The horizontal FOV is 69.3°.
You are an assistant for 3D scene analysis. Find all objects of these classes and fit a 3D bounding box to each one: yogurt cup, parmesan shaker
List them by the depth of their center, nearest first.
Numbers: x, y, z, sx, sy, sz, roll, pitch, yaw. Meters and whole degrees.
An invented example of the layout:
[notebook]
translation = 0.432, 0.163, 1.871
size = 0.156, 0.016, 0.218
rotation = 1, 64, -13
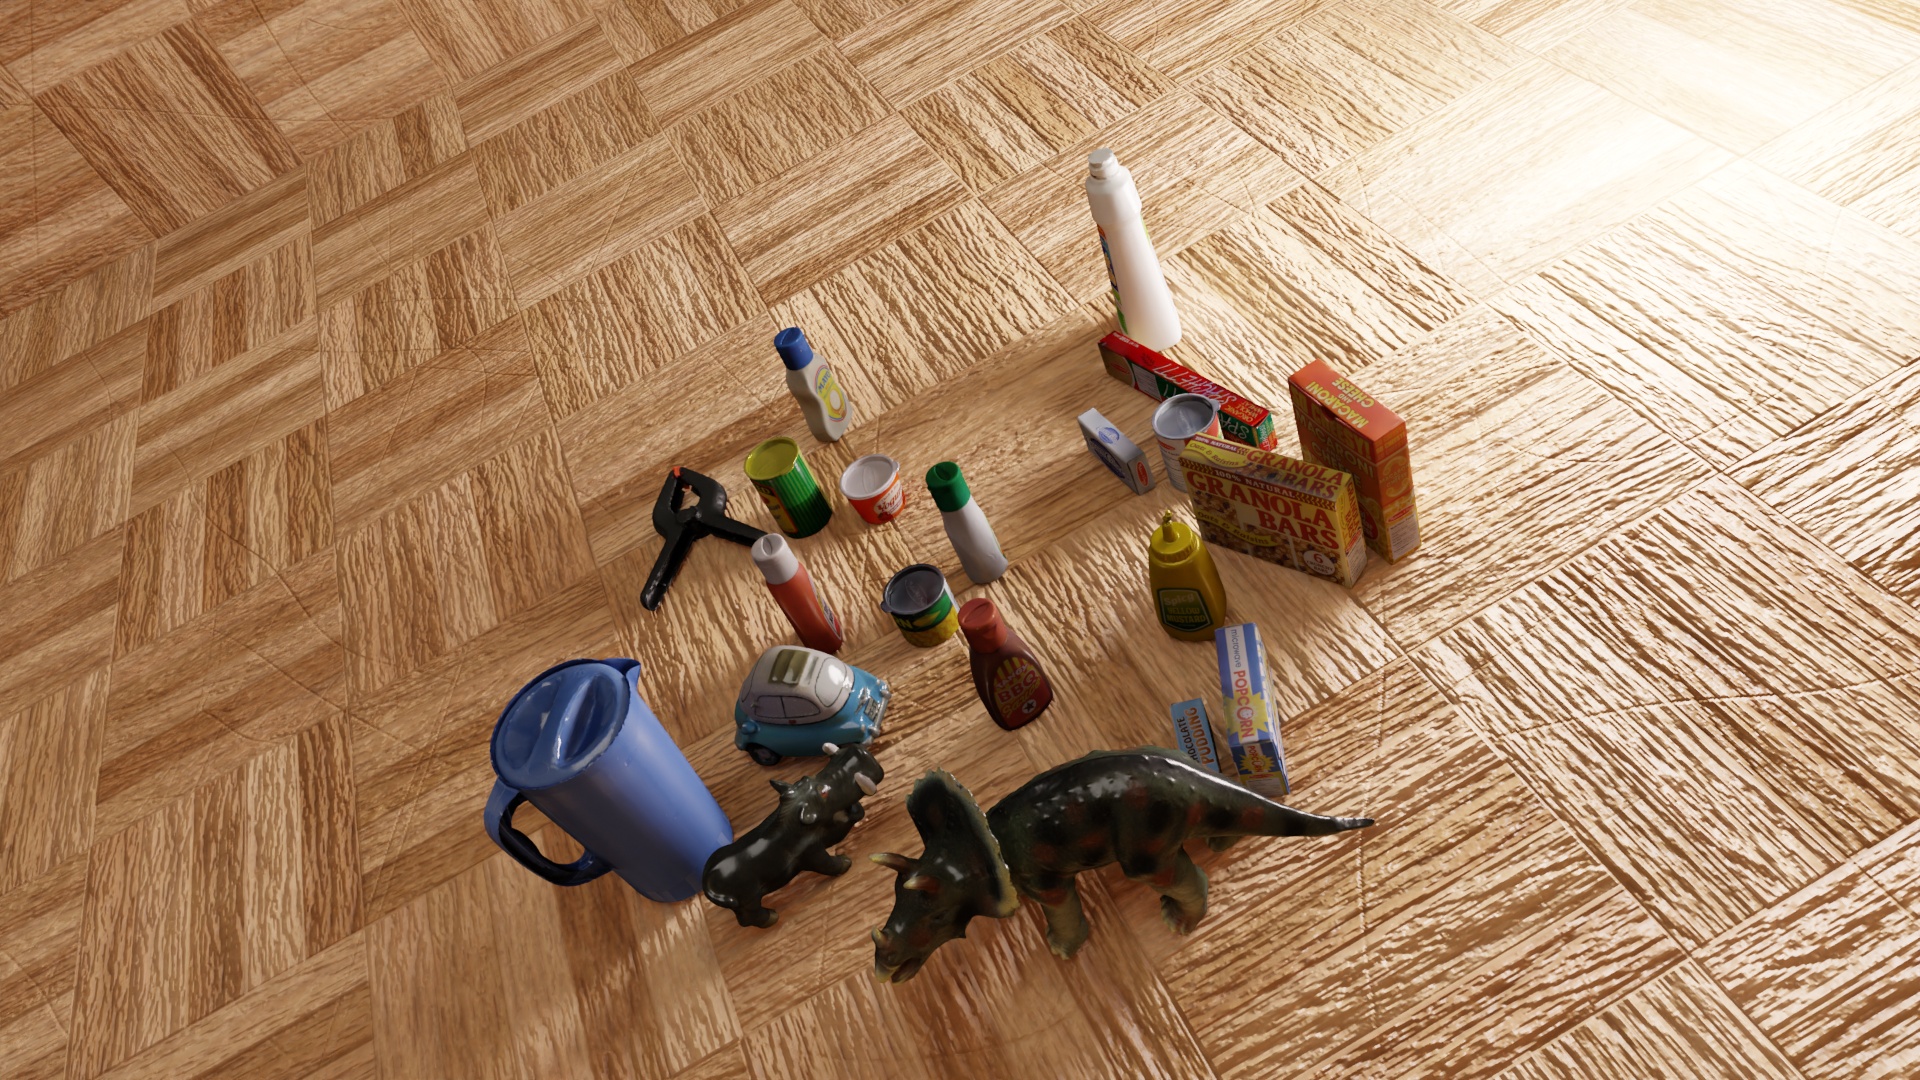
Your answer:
[yogurt cup]
translation = -0.096, -0.055, 1.563
size = 0.072, 0.053, 0.073
rotation = -13, 45, 13
[parmesan shaker]
translation = -0.193, -0.057, 1.573
size = 0.071, 0.102, 0.072
rotation = -13, 45, 13

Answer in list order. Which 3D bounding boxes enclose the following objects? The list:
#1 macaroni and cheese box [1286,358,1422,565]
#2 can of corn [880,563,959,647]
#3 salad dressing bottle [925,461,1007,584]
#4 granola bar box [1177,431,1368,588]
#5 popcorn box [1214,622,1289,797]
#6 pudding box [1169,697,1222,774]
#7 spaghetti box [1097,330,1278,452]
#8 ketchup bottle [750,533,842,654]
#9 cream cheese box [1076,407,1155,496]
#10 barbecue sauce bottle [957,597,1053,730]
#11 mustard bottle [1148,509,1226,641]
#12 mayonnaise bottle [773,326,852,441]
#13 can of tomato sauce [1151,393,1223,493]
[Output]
[macaroni and cheese box]
translation = 0.365, -0.072, 1.287
size = 0.040, 0.165, 0.124
rotation = -33, 44, -7
[can of corn]
translation = -0.040, 0.068, 1.416
size = 0.071, 0.058, 0.071
rotation = -13, 45, 13
[salad dressing bottle]
translation = 0.005, -0.018, 1.413
size = 0.044, 0.147, 0.064
rotation = -34, 44, -8
[granola bar box]
translation = 0.295, -0.030, 1.309
size = 0.166, 0.123, 0.039
rotation = 20, 60, 37
[popcorn box]
translation = 0.250, 0.145, 1.191
size = 0.038, 0.085, 0.127
rotation = -12, 45, 15
[pudding box]
translation = 0.206, 0.184, 1.201
size = 0.030, 0.049, 0.084
rotation = -16, 44, 10
[spaghetti box]
translation = 0.244, -0.162, 1.512
size = 0.029, 0.050, 0.251
rotation = -39, 45, -14
[ketchup bottle]
translation = -0.169, 0.055, 1.422
size = 0.043, 0.148, 0.065
rotation = -27, 43, -1
[cream cheese box]
translation = 0.165, -0.095, 1.482
size = 0.024, 0.053, 0.104
rotation = -33, 44, -8
[barbecue sauce bottle]
translation = 0.037, 0.111, 1.275
size = 0.065, 0.148, 0.044
rotation = -36, 44, -10
[mustard bottle]
translation = 0.201, 0.030, 1.270
size = 0.065, 0.159, 0.049
rotation = -2, 48, 23
[mayonnaise bottle]
translation = -0.177, -0.188, 1.658
size = 0.041, 0.147, 0.065
rotation = 2, 50, 27
[can of tomato sauce]
translation = 0.240, -0.100, 1.431
size = 0.071, 0.082, 0.071
rotation = -13, 45, 13
